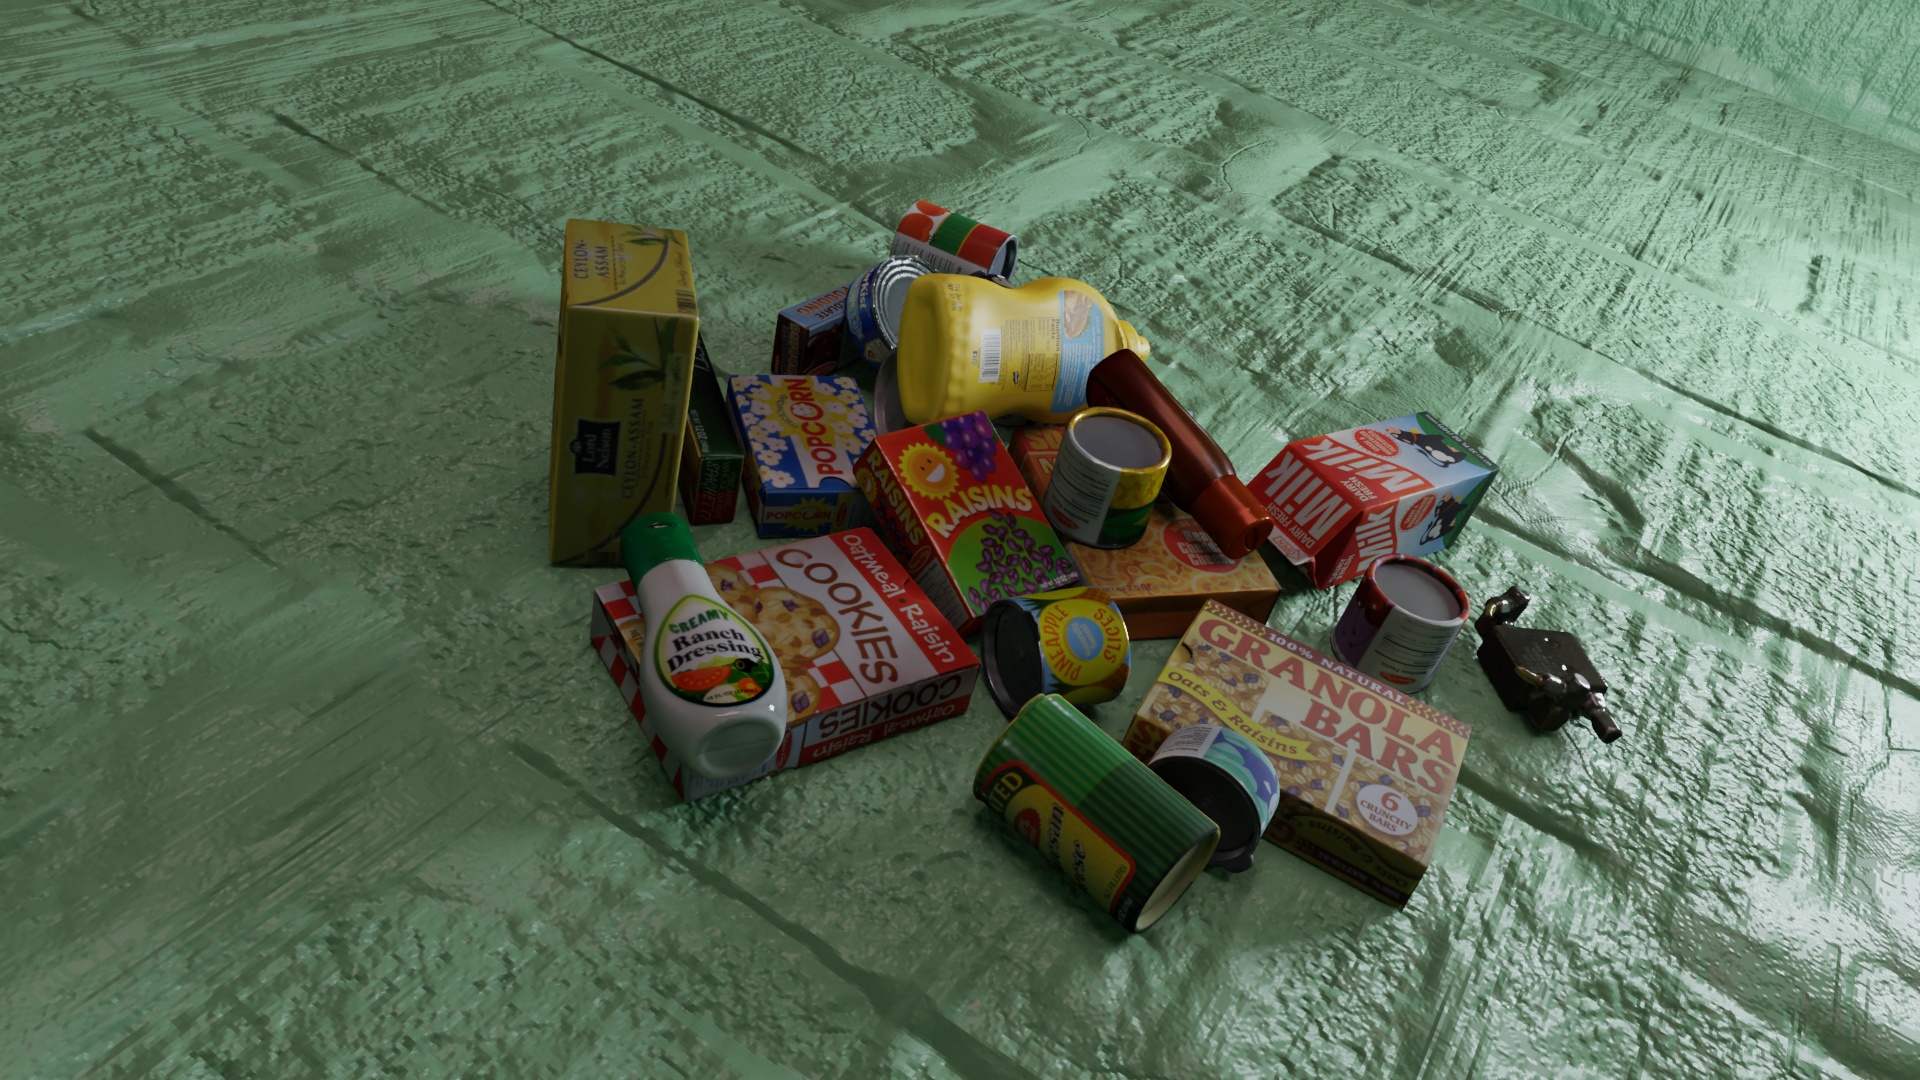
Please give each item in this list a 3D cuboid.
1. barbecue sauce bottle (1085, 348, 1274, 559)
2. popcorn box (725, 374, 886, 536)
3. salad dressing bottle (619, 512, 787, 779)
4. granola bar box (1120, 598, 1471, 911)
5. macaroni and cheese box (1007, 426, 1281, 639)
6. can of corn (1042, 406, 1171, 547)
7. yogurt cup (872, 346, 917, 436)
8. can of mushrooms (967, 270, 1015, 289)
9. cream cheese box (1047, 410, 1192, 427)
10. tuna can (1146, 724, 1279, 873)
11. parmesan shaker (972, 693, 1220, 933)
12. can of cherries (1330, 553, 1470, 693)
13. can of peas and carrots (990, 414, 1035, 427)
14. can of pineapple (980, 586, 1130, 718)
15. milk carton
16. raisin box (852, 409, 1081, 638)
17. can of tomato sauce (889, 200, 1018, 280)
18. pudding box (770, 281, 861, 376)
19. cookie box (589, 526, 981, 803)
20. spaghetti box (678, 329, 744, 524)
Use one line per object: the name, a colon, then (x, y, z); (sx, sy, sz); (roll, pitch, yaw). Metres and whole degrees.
barbecue sauce bottle: (0.137, -0.053, 0.869); (0.044, 0.064, 0.149); (-33, 60, -6)
popcorn box: (-0.096, -0.056, 0.876); (0.085, 0.038, 0.127); (-1, 40, -22)
salad dressing bottle: (-0.129, 0.045, 0.665); (0.064, 0.043, 0.148); (-9, 43, -25)
granola bar box: (0.185, 0.110, 0.762); (0.166, 0.038, 0.125); (27, 38, 14)
macaroni and cheese box: (0.110, -0.009, 0.887); (0.124, 0.040, 0.167); (-1, 41, -20)
can of corn: (0.090, -0.040, 0.837); (0.071, 0.058, 0.071); (9, 39, -7)
yogurt cup: (-0.022, -0.094, 0.931); (0.054, 0.072, 0.073); (5, 37, -27)
can of mushrooms: (0.020, -0.162, 1.026); (0.071, 0.070, 0.033); (-11, 46, -31)
cream cheese box: (0.114, -0.082, 0.994); (0.104, 0.024, 0.054); (14, 38, -2)
tuna can: (0.126, 0.129, 0.697); (0.071, 0.070, 0.033); (28, 38, 17)
parmesan shaker: (0.065, 0.129, 0.669); (0.103, 0.071, 0.071); (38, 42, 27)
can of cherries: (0.270, 0.048, 0.854); (0.071, 0.058, 0.072); (10, 38, -8)
can of peas and carrots: (0.035, -0.124, 0.992); (0.071, 0.058, 0.071); (10, 37, -8)
can of pineapple: (0.052, 0.060, 0.755); (0.058, 0.070, 0.071); (-7, 43, -27)
milk carton: (0.265, -0.025, 0.932); (0.191, 0.073, 0.072); (-13, 47, -34)
raisin box: (0.003, -0.010, 0.818); (0.086, 0.040, 0.123); (-18, 72, -35)
can of tomato sauce: (-0.005, -0.226, 1.101); (0.083, 0.070, 0.071); (25, 38, 13)
pudding box: (-0.094, -0.147, 0.983); (0.030, 0.049, 0.084); (31, 40, 22)
cookie box: (-0.091, 0.058, 0.731); (0.168, 0.040, 0.123); (-14, 46, -33)
spaghetti box: (-0.183, -0.108, 0.902); (0.029, 0.049, 0.251); (-1, 40, -24)
